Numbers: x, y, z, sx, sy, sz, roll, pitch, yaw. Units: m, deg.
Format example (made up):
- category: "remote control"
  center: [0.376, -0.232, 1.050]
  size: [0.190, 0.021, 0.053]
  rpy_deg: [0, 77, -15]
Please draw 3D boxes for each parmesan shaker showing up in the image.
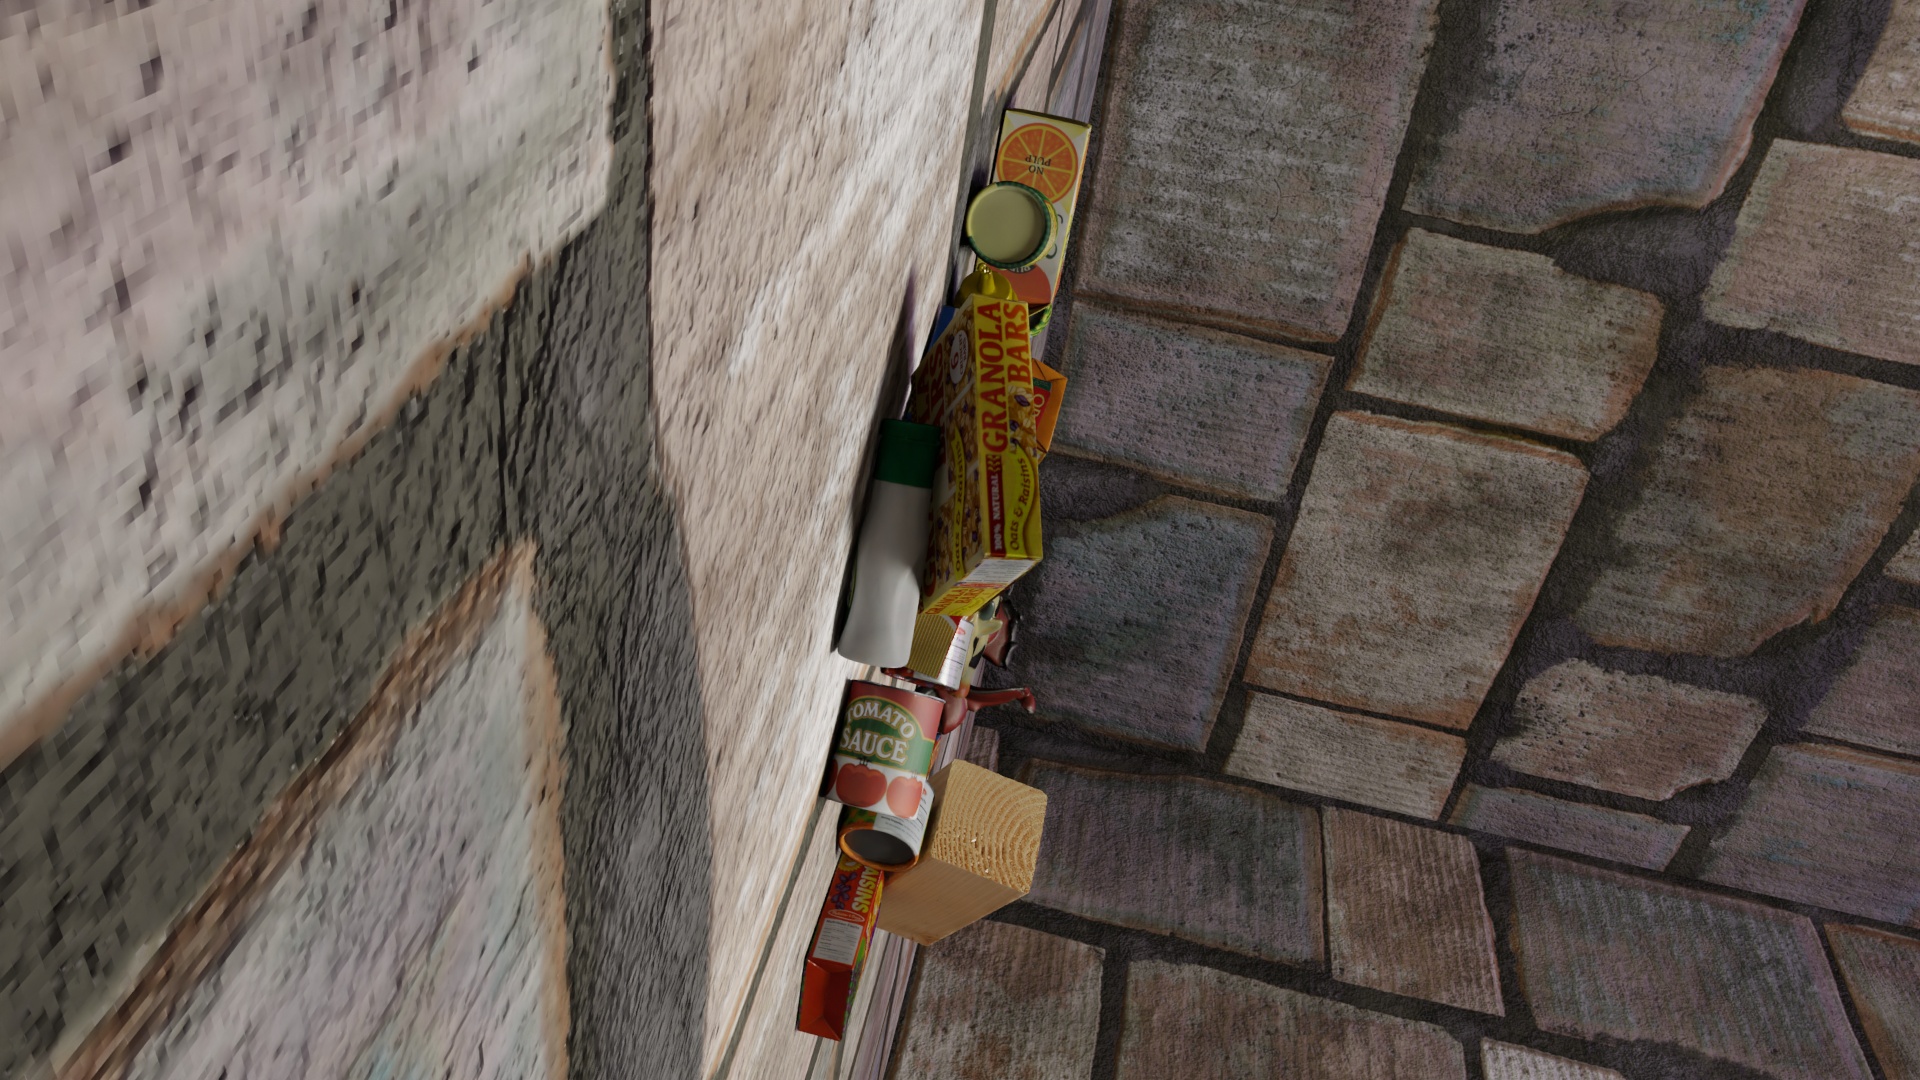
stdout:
- category: "parmesan shaker"
  center: [0.040, -0.243, 1.087]
  size: [0.103, 0.071, 0.071]
  rpy_deg: [-62, 164, -76]

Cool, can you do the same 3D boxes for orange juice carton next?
- category: "orange juice carton"
  center: [0.059, -0.272, 1.211]
  size: [0.072, 0.073, 0.192]
  rpy_deg: [-68, 170, -70]

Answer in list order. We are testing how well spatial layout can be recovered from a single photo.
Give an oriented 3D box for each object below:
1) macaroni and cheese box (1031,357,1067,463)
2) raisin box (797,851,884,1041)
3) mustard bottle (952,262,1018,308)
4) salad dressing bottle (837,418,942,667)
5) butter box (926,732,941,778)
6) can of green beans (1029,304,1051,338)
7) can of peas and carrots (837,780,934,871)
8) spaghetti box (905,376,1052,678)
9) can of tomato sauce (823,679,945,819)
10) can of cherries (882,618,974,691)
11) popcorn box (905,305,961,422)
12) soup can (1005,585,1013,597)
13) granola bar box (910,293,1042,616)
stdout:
- category: "macaroni and cheese box"
  center: [0.025, -0.061, 1.197]
  size: [0.165, 0.040, 0.124]
  rpy_deg: [-52, -169, 36]
- category: "raisin box"
  center: [-0.093, 0.320, 1.110]
  size: [0.124, 0.040, 0.085]
  rpy_deg: [-73, 173, -59]
- category: "mustard bottle"
  center: [0.021, -0.163, 1.078]
  size: [0.159, 0.065, 0.049]
  rpy_deg: [90, 17, -60]
- category: "salad dressing bottle"
  center: [-0.041, 0.001, 0.842]
  size: [0.064, 0.044, 0.147]
  rpy_deg: [-27, 128, -83]
- category: "butter box"
  center: [-0.049, 0.188, 1.236]
  size: [0.103, 0.053, 0.024]
  rpy_deg: [-43, 143, -84]
- category: "can of green beans"
  center: [0.055, -0.228, 1.347]
  size: [0.058, 0.071, 0.071]
  rpy_deg: [-41, 143, -83]
- category: "can of peas and carrots"
  center: [-0.060, 0.221, 1.098]
  size: [0.070, 0.071, 0.059]
  rpy_deg: [98, 6, -47]
- category: "spaghetti box"
  center: [0.004, -0.014, 1.082]
  size: [0.029, 0.050, 0.249]
  rpy_deg: [-81, -167, -79]
- category: "can of tomato sauce"
  center: [-0.053, 0.142, 0.946]
  size: [0.071, 0.071, 0.083]
  rpy_deg: [83, 21, -79]
- category: "can of cherries"
  center: [-0.028, 0.091, 1.159]
  size: [0.071, 0.071, 0.058]
  rpy_deg: [83, 20, -79]
- category: "popcorn box"
  center: [-0.012, -0.094, 0.994]
  size: [0.084, 0.038, 0.127]
  rpy_deg: [100, 4, -54]
- category: "soup can"
  center: [0.019, 0.018, 1.465]
  size: [0.071, 0.084, 0.071]
  rpy_deg: [7, 95, -86]
- category: "granola bar box"
  center: [0.007, -0.048, 0.851]
  size: [0.123, 0.039, 0.166]
  rpy_deg: [137, -45, -63]
